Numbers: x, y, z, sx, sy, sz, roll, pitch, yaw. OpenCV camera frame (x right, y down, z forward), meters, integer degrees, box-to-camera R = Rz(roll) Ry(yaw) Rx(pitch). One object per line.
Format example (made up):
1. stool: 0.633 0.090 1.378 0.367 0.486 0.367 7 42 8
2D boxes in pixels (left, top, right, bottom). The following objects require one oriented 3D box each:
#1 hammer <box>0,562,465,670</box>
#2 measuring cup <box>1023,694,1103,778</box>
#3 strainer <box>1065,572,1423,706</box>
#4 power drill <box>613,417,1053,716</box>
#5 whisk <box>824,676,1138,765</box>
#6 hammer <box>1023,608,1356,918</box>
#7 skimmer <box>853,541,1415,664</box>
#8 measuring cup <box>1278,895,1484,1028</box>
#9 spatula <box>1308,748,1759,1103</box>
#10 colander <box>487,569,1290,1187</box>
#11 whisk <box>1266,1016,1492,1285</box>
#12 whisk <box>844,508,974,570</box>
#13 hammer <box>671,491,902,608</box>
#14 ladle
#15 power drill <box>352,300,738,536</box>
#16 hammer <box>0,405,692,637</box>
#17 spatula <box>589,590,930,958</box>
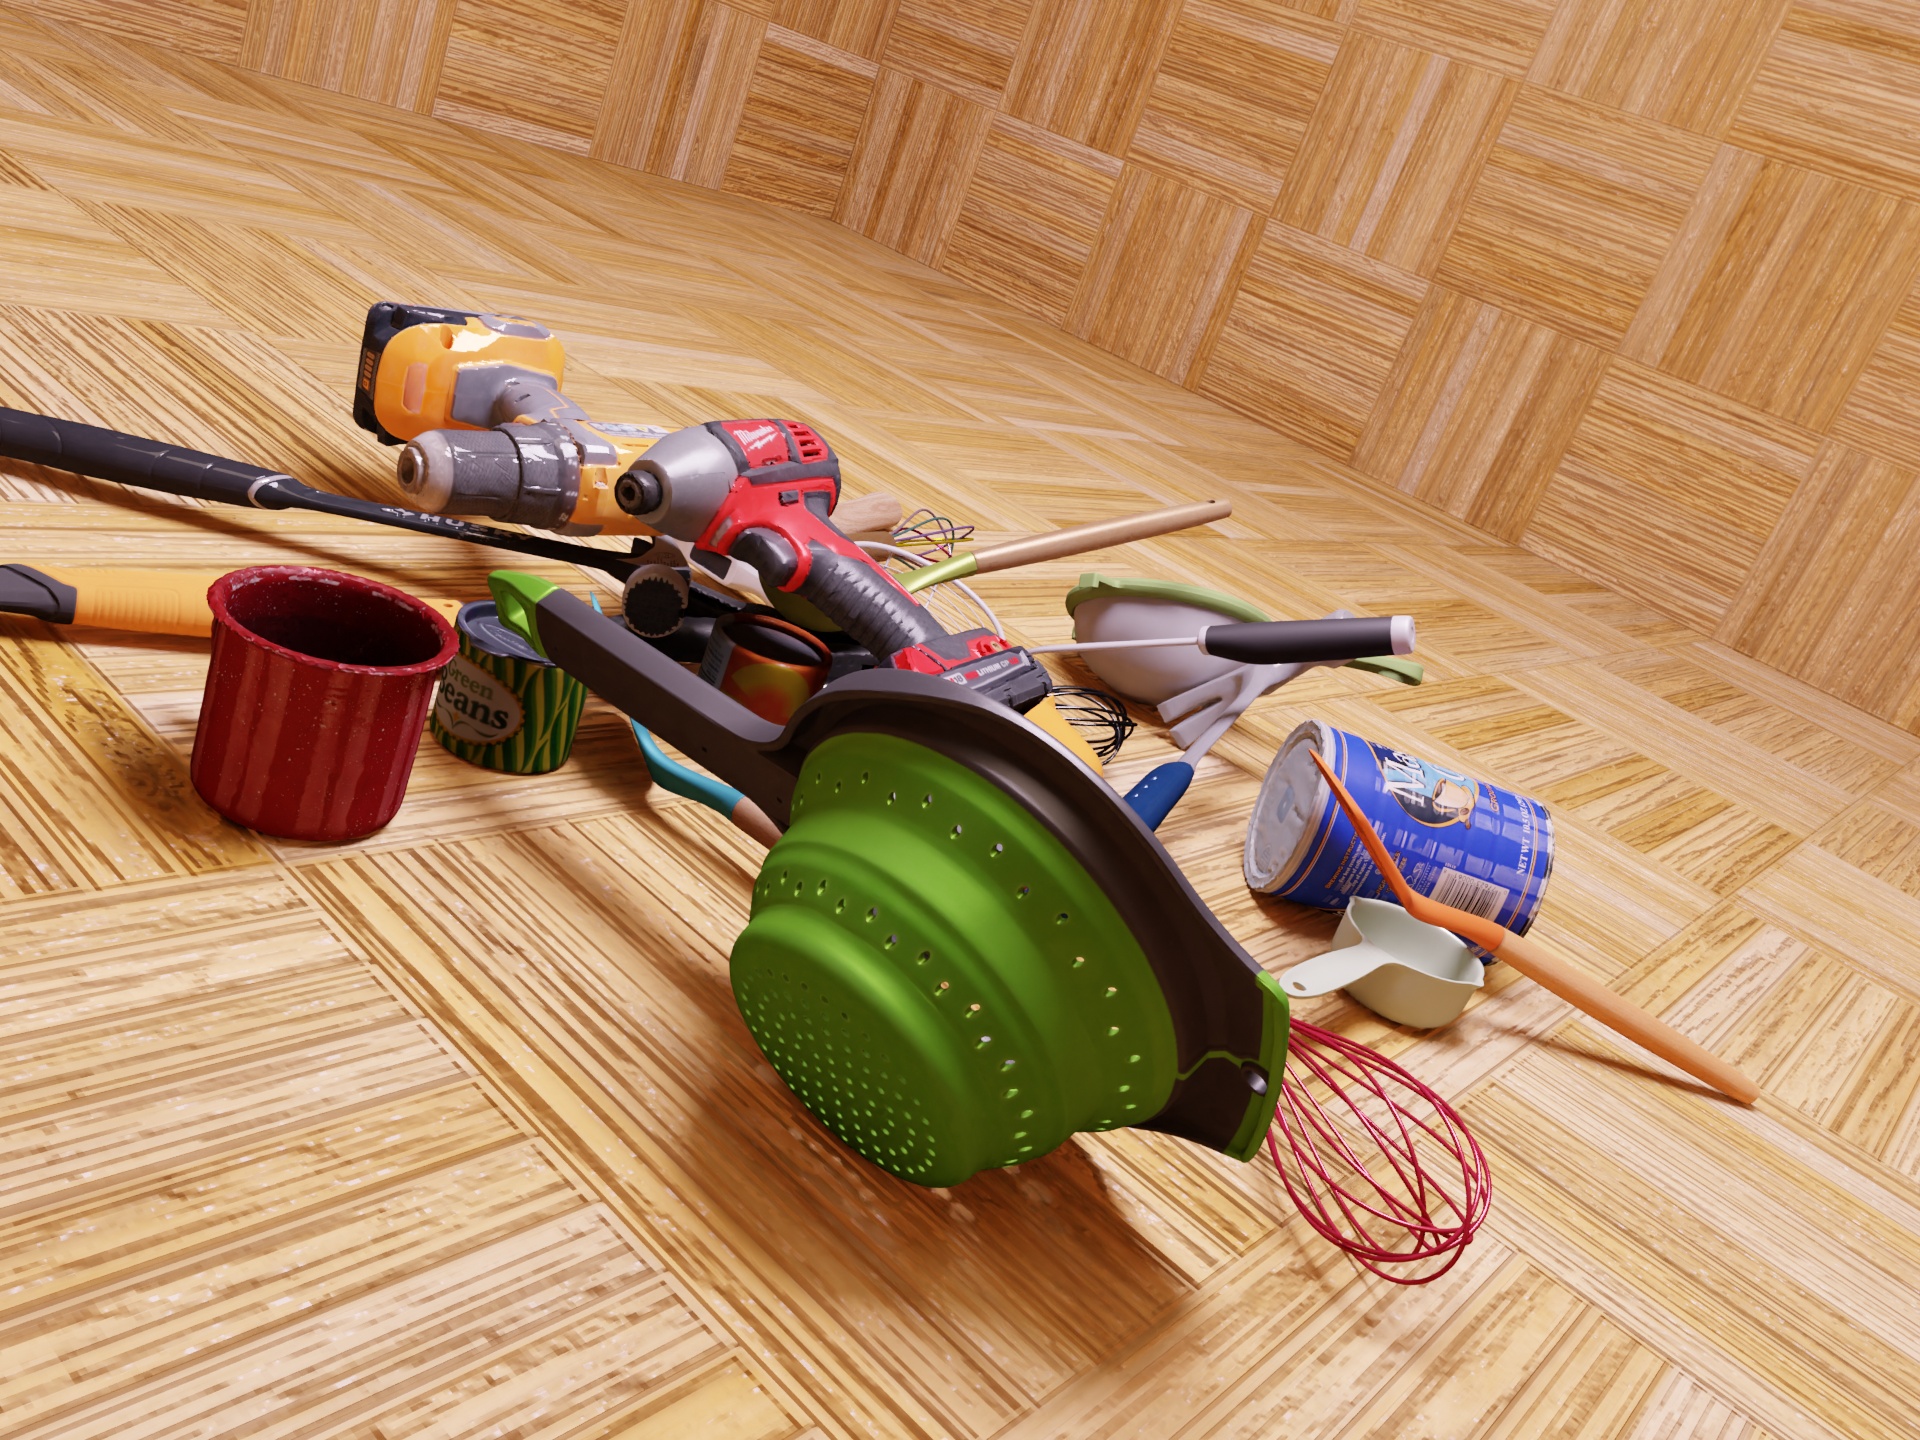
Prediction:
1. hammer: -0.383 -0.057 0.703 0.336 0.034 0.127 4 27 -39
2. measuring cup: 0.038 0.039 0.832 0.052 0.095 0.173 46 8 9
3. strainer: 0.194 -0.035 1.122 0.256 0.069 0.151 12 -12 4
4. power drill: -0.070 -0.063 0.792 0.220 0.078 0.143 49 30 13
5. whisk: -0.002 -0.004 0.935 0.238 0.055 0.055 6 25 -25
6. hammer: 0.120 0.031 0.902 0.035 0.144 0.405 59 33 -3
7. skimmer: 0.090 -0.075 0.975 0.363 0.090 0.127 -1 14 27
8. measuring cup: 0.200 0.132 0.800 0.167 0.038 0.083 -6 33 -48
9. spatula: 0.307 0.120 0.840 0.322 0.041 0.081 31 15 -13
10. colander: -0.074 0.054 0.587 0.397 0.204 0.094 31 54 28
11. whisk: 0.136 0.137 0.695 0.073 0.073 0.296 13 17 -22
12. whisk: -0.051 -0.126 1.157 0.047 0.051 0.245 31 17 15
13. hammer: -0.114 -0.141 1.177 0.130 0.031 0.331 32 20 8
14. ladle: 0.031 -0.111 0.961 0.320 0.062 0.078 -15 36 -23
15. power drill: -0.259 -0.164 0.887 0.185 0.084 0.226 -7 32 -46
16. hammer: -0.349 -0.122 0.860 0.408 0.036 0.149 12 19 -13
17. spatula: -0.071 0.044 0.703 0.318 0.082 0.044 30 56 29
